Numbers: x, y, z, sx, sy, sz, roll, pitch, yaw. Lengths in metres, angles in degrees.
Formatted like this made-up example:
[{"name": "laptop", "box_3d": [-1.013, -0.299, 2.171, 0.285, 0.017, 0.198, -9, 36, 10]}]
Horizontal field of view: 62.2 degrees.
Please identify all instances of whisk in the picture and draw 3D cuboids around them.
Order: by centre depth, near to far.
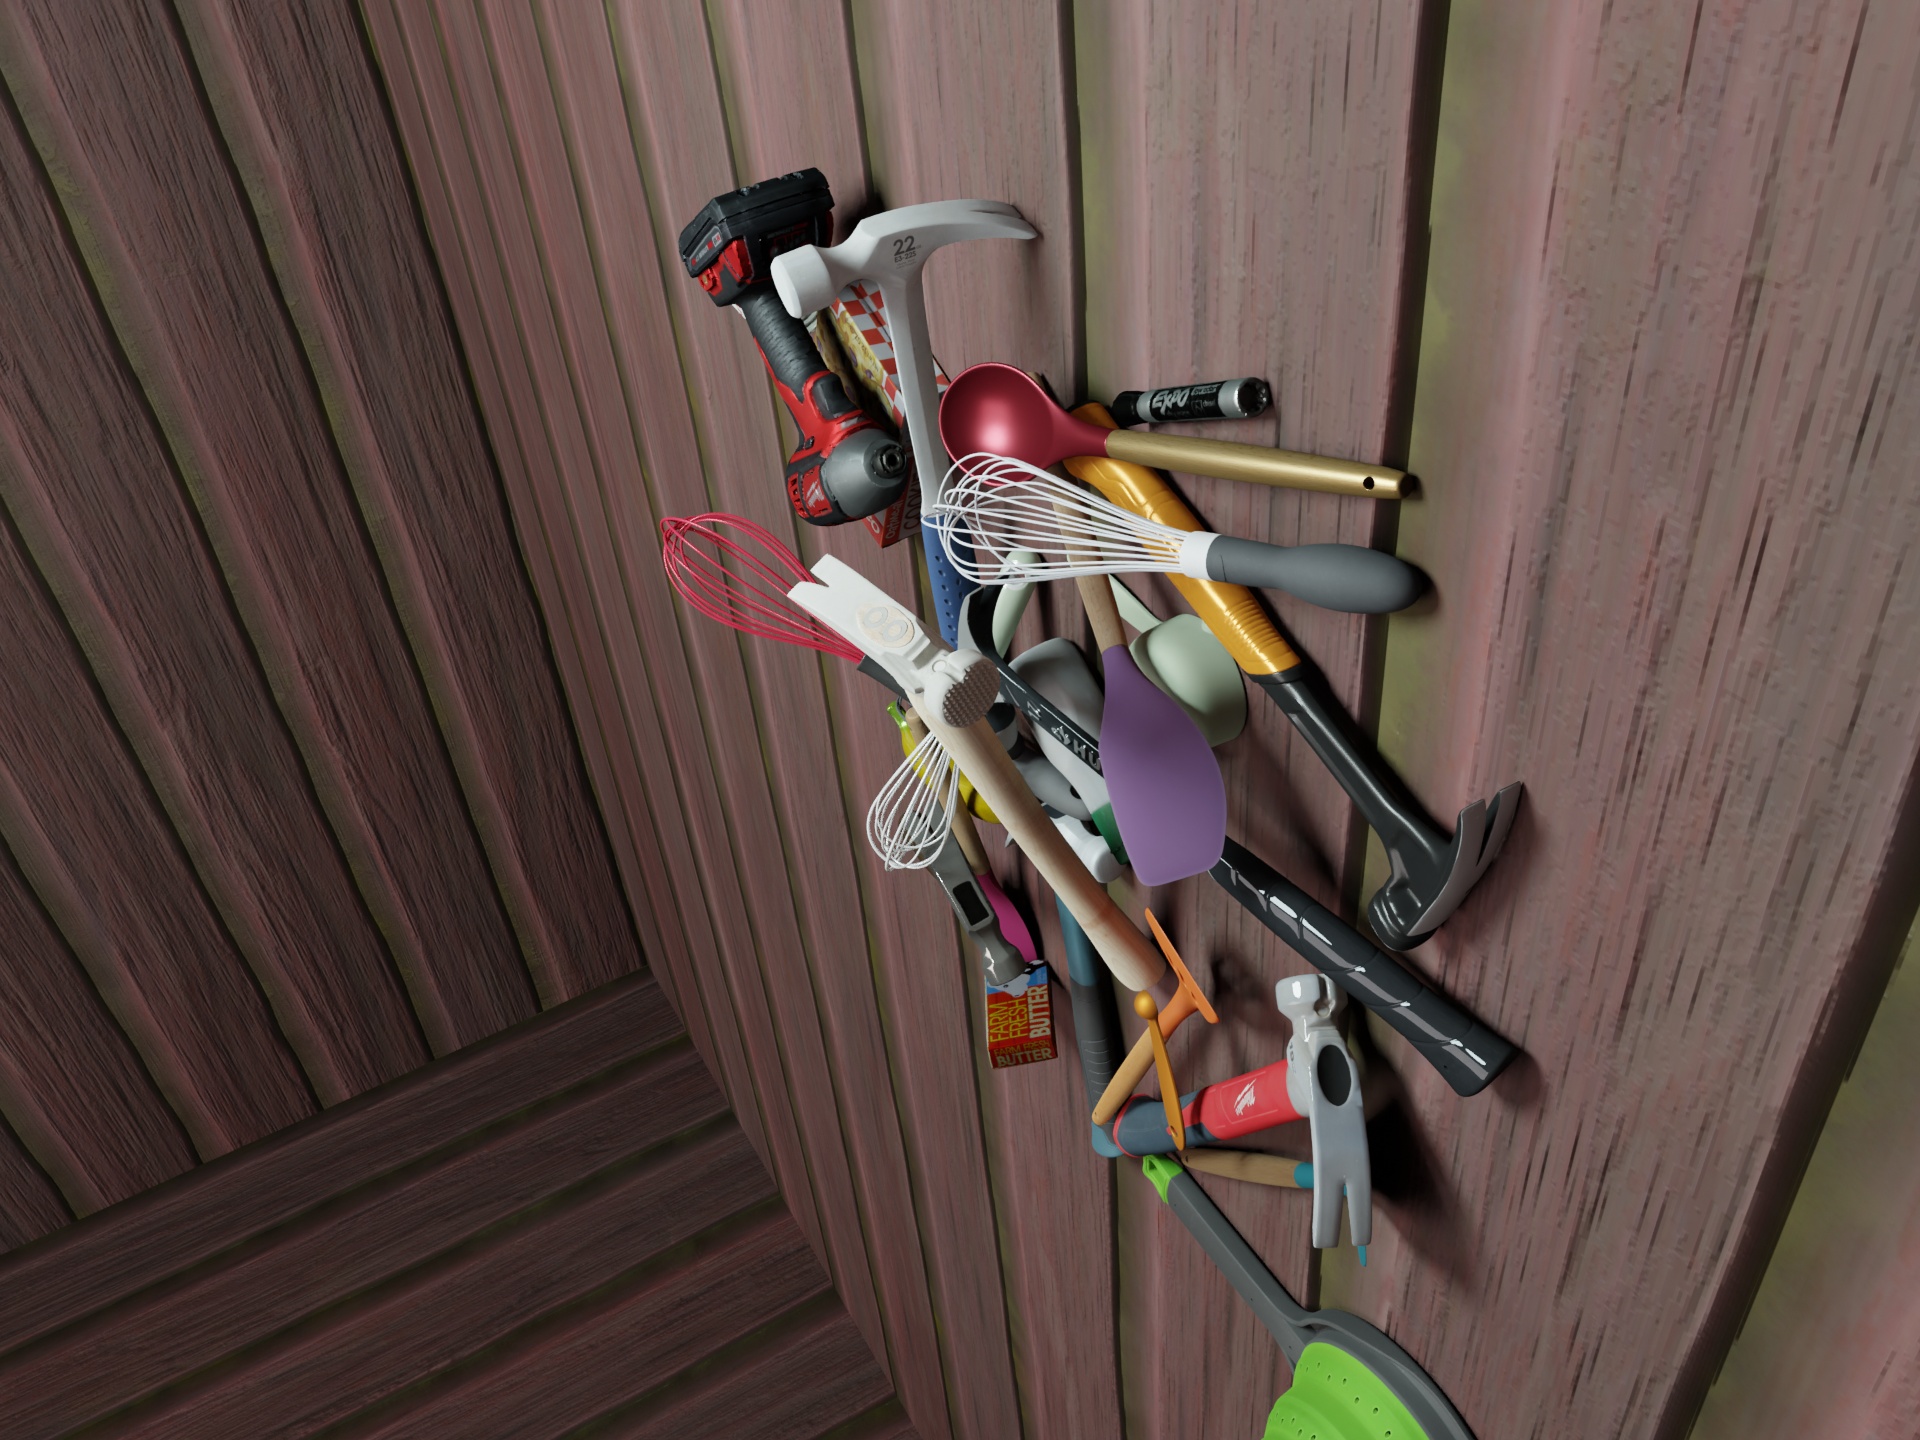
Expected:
[{"name": "whisk", "box_3d": [0.093, -0.084, 0.778, 0.285, 0.070, 0.070, 16, 129, 40]}, {"name": "whisk", "box_3d": [-0.002, -0.003, 1.060, 0.058, 0.059, 0.246, 28, 110, 11]}, {"name": "whisk", "box_3d": [-0.082, -0.055, 1.098, 0.296, 0.073, 0.073, 32, 158, -3]}, {"name": "whisk", "box_3d": [0.026, 0.016, 1.159, 0.239, 0.055, 0.055, 35, 143, 48]}]

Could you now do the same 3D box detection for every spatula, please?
[{"name": "spatula", "box_3d": [0.080, -0.061, 0.872, 0.018, 0.060, 0.316, 52, -160, -65]}, {"name": "spatula", "box_3d": [0.197, 0.286, 1.012, 0.317, 0.044, 0.082, 141, 129, -71]}, {"name": "spatula", "box_3d": [0.123, 0.220, 1.078, 0.081, 0.041, 0.322, 59, 156, 24]}]

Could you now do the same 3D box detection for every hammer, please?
[{"name": "hammer", "box_3d": [0.146, -0.047, 0.801, 0.337, 0.034, 0.127, 56, 158, 27]}, {"name": "hammer", "box_3d": [0.130, 0.060, 0.872, 0.409, 0.036, 0.149, 40, 153, 35]}, {"name": "hammer", "box_3d": [0.034, 0.055, 0.953, 0.146, 0.038, 0.410, 37, 169, 40]}, {"name": "hammer", "box_3d": [-0.008, -0.144, 1.001, 0.035, 0.144, 0.405, 58, 168, 36]}, {"name": "hammer", "box_3d": [0.167, 0.268, 1.022, 0.386, 0.038, 0.143, 117, 152, -68]}, {"name": "hammer", "box_3d": [0.095, 0.203, 1.193, 0.128, 0.033, 0.330, 37, 144, 53]}, {"name": "hammer", "box_3d": [-0.018, 0.111, 1.272, 0.130, 0.031, 0.331, 63, 175, -9]}]

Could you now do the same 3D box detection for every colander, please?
[{"name": "colander", "box_3d": [0.212, 0.450, 1.072, 0.398, 0.094, 0.204, 46, 151, 44]}]

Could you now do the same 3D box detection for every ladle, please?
[{"name": "ladle", "box_3d": [0.094, -0.136, 0.792, 0.316, 0.031, 0.069, 21, 120, 50]}]

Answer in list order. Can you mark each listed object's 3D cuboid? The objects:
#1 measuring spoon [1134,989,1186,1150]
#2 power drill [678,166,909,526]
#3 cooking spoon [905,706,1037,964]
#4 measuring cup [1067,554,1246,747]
[{"name": "measuring spoon", "box_3d": [0.127, 0.226, 1.016, 0.021, 0.011, 0.117, 25, 132, 65]}, {"name": "power drill", "box_3d": [-0.099, -0.237, 1.048, 0.143, 0.078, 0.219, 3, 116, 66]}, {"name": "cooking spoon", "box_3d": [0.009, 0.099, 1.233, 0.069, 0.017, 0.318, 43, 162, 43]}, {"name": "measuring cup", "box_3d": [0.098, -0.045, 0.914, 0.168, 0.038, 0.083, 48, 153, 36]}]
